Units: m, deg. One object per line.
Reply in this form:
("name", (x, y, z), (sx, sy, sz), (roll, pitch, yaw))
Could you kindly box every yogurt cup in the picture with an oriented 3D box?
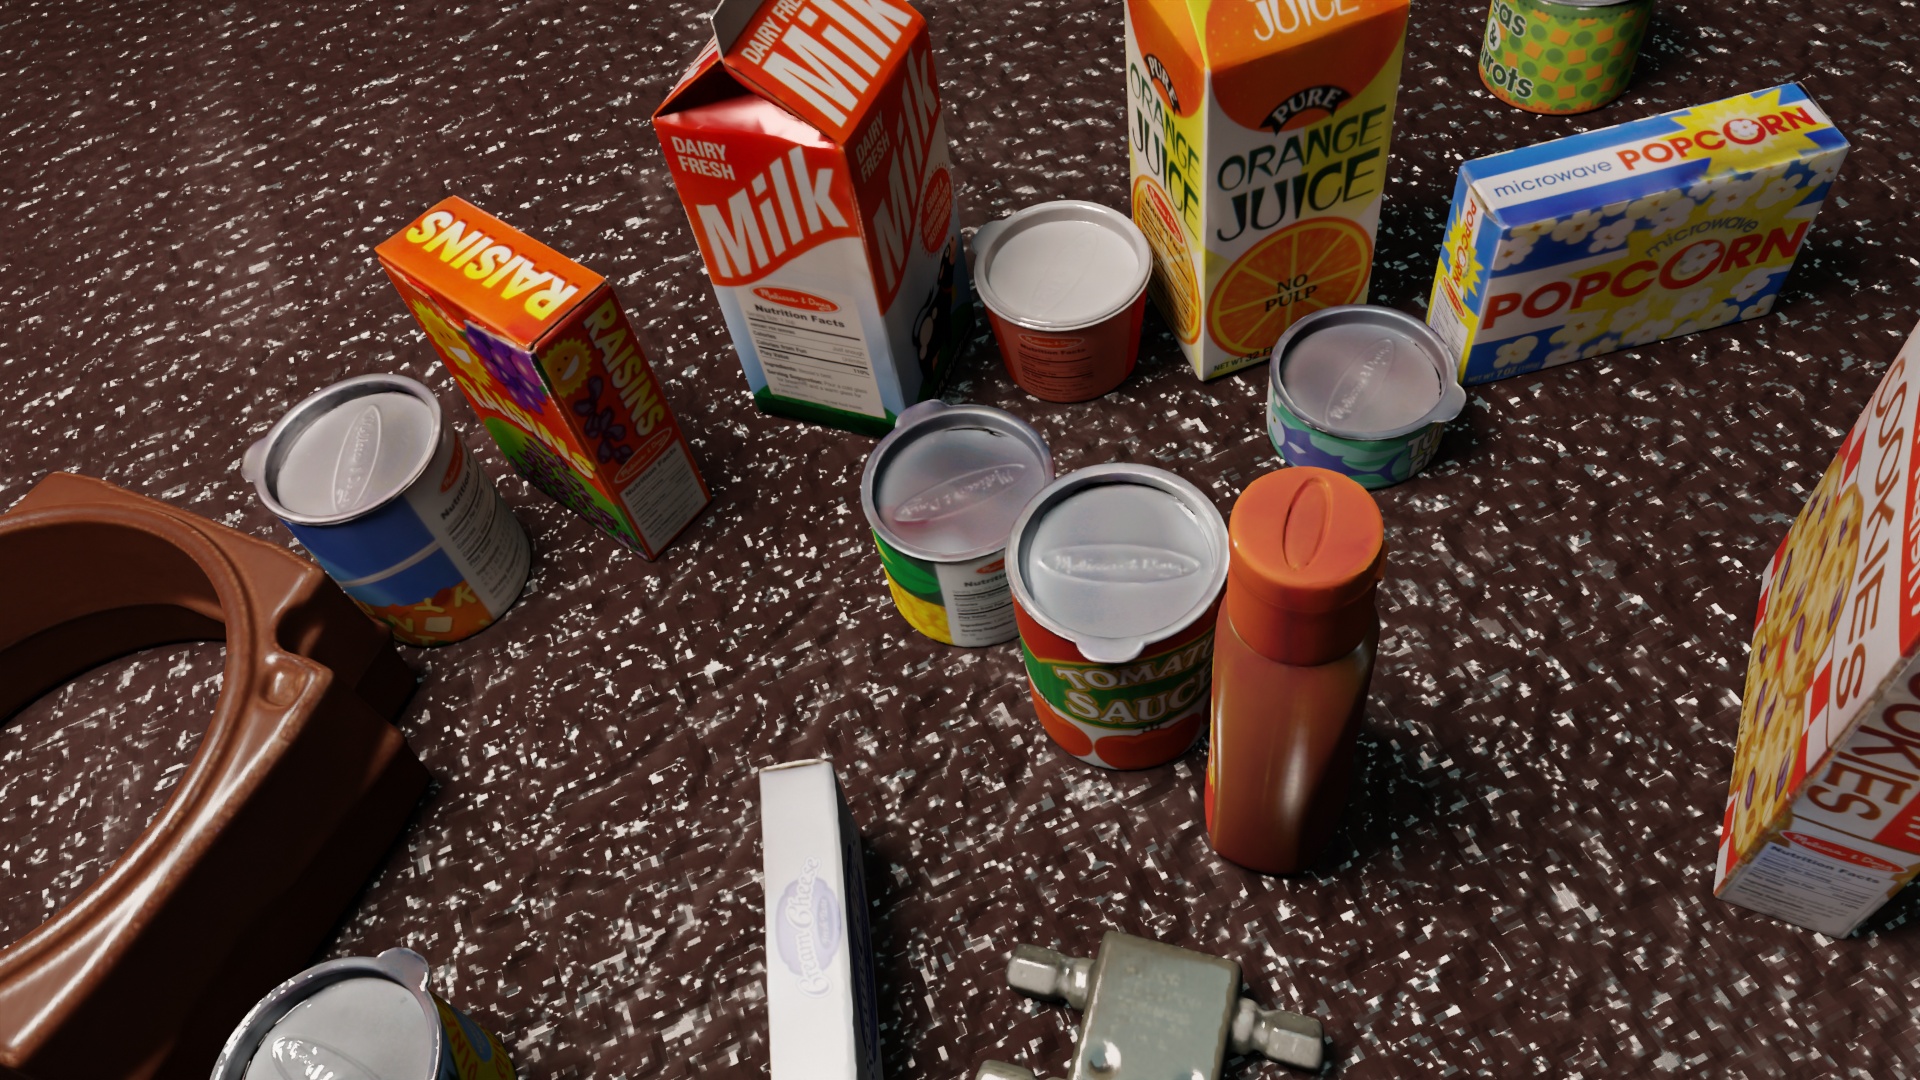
("yogurt cup", (0.042, -0.091, 0.548), (0.072, 0.053, 0.073), (-4, 54, 6))

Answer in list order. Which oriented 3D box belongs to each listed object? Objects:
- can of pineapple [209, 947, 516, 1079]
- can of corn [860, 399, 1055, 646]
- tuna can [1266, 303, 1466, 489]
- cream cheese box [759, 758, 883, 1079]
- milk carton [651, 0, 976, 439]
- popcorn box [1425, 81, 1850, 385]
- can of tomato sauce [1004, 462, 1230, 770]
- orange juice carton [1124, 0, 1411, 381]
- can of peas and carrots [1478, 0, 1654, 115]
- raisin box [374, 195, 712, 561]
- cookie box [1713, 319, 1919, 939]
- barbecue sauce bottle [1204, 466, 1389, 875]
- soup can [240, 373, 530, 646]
("can of pineapple", (-0.167, 0.160, 0.398), (0.071, 0.057, 0.071), (-4, 54, 6))
("can of corn", (0.002, -0.006, 0.490), (0.071, 0.058, 0.071), (-4, 54, 6))
("tuna can", (0.150, -0.052, 0.516), (0.071, 0.032, 0.071), (-4, 54, 6))
("cream cheese box", (-0.040, 0.123, 0.407), (0.024, 0.053, 0.104), (-10, 54, 2))
("milk carton", (-0.050, -0.126, 0.503), (0.073, 0.189, 0.073), (13, 58, 18))
("popcorn box", (0.243, -0.110, 0.511), (0.127, 0.084, 0.038), (-14, 54, -1))
("can of tomato sauce", (0.052, 0.028, 0.443), (0.071, 0.082, 0.071), (-4, 54, 6))
("orange juice carton", (0.105, -0.153, 0.497), (0.072, 0.191, 0.073), (-19, 54, -5))
("can of peas and carrots", (0.264, -0.229, 0.609), (0.071, 0.058, 0.071), (-4, 54, 6))
("raisin box", (-0.149, -0.057, 0.509), (0.086, 0.122, 0.040), (31, 65, 27))
("cookie box", (0.252, 0.016, 0.369), (0.040, 0.166, 0.123), (17, 59, 20))
("barbecue sauce bottle", (0.092, 0.038, 0.389), (0.044, 0.147, 0.065), (12, 58, 17))
("soup can", (-0.207, -0.009, 0.509), (0.071, 0.083, 0.072), (-4, 54, 6))
